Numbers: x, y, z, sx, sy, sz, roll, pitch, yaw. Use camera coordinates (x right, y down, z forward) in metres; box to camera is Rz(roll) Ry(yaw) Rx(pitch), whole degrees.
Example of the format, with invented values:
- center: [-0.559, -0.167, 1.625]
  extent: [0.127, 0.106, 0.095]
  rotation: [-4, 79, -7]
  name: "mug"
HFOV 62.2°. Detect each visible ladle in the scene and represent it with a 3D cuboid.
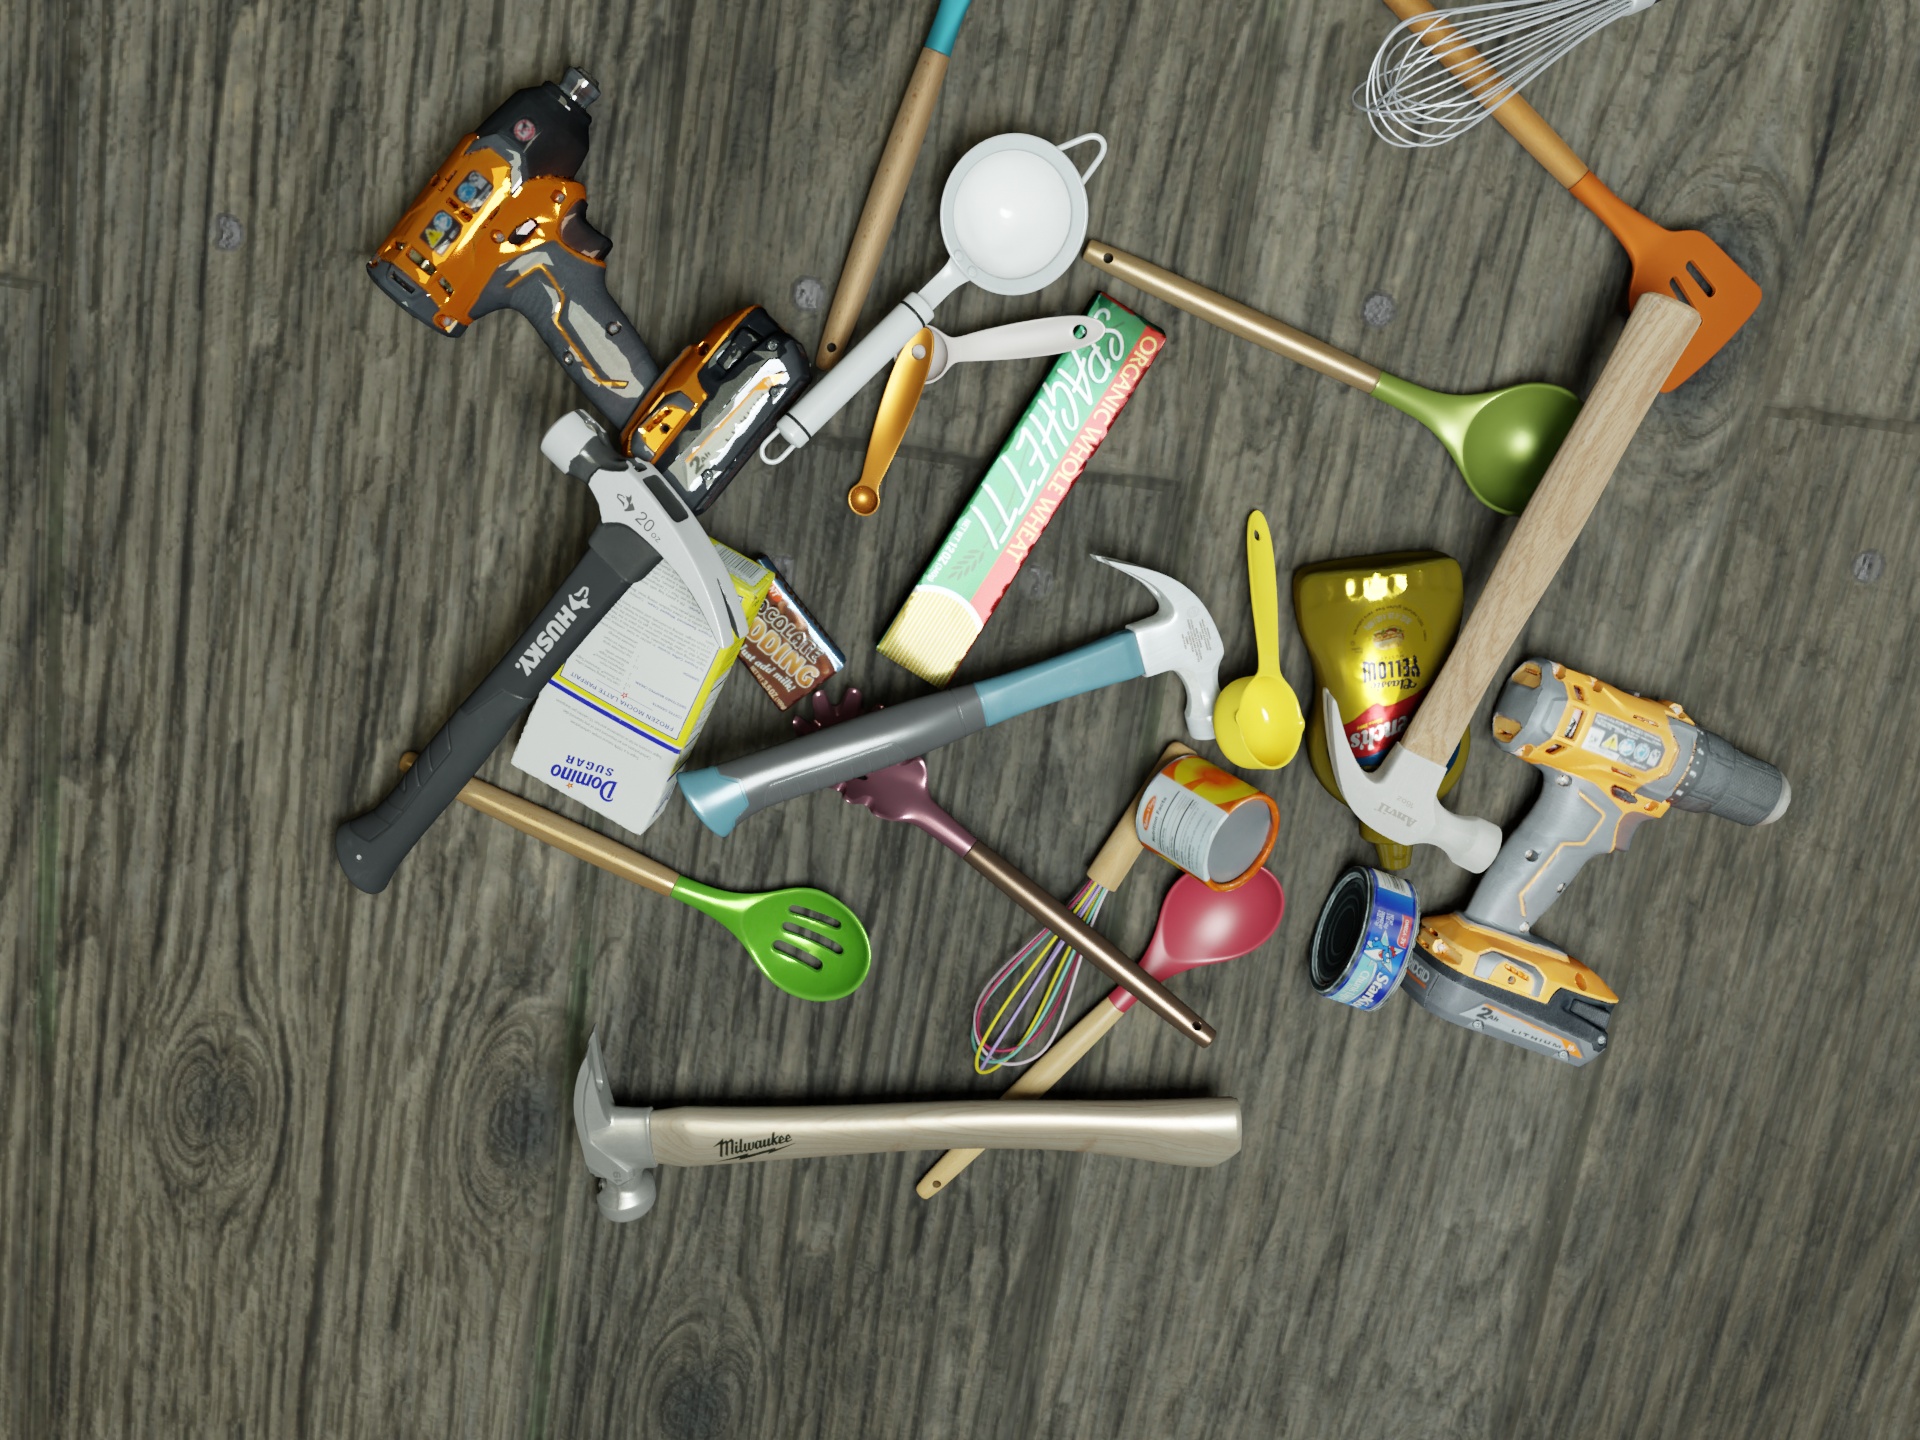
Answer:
- center: [0.083, 0.201, 1.020]
  extent: [0.069, 0.031, 0.315]
  rotation: [43, 100, -10]
  name: "ladle"
- center: [0.218, -0.206, 0.918]
  extent: [0.320, 0.062, 0.078]
  rotation: [24, 101, -4]
  name: "ladle"

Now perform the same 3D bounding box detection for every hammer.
- center: [0.313, -0.082, 0.895]
  extent: [0.130, 0.031, 0.331]
  rotation: [24, 102, -5]
  name: "hammer"
- center: [-0.032, 0.247, 0.990]
  extent: [0.410, 0.038, 0.146]
  rotation: [-1, 123, 1]
  name: "hammer"
- center: [-0.001, -0.003, 0.932]
  extent: [0.331, 0.033, 0.128]
  rotation: [-19, 107, -10]
  name: "hammer"
- center: [-0.259, -0.009, 0.911]
  extent: [0.146, 0.035, 0.334]
  rotation: [45, 115, -1]
  name: "hammer"

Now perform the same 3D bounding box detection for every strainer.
- center: [-0.020, -0.237, 0.891]
  extent: [0.258, 0.050, 0.086]
  rotation: [-45, 116, -4]
  name: "strainer"

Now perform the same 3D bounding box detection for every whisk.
- center: [0.077, 0.120, 0.999]
  extent: [0.047, 0.051, 0.245]
  rotation: [29, 97, -29]
  name: "whisk"
- center: [0.339, -0.384, 0.863]
  extent: [0.284, 0.070, 0.070]
  rotation: [-26, 103, -9]
  name: "whisk"

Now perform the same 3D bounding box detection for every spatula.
- center: [-0.021, -0.348, 0.896]
  extent: [0.082, 0.044, 0.317]
  rotation: [21, 106, -7]
  name: "spatula"
- center: [0.333, -0.325, 0.911]
  extent: [0.322, 0.041, 0.081]
  rotation: [43, 98, -6]
  name: "spatula"

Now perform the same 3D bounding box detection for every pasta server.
- center: [0.028, 0.093, 0.959]
  extent: [0.316, 0.040, 0.060]
  rotation: [39, 74, 3]
  name: "pasta server"

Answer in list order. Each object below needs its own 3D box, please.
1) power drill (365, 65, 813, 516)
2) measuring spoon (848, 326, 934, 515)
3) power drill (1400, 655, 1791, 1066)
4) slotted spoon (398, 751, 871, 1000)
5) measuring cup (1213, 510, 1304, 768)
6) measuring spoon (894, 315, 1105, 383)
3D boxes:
- center: [-0.193, -0.240, 0.886]
  extent: [0.226, 0.084, 0.164]
  rotation: [40, 98, -6]
  name: "power drill"
- center: [-0.039, -0.175, 0.931]
  extent: [0.021, 0.011, 0.117]
  rotation: [24, 109, 6]
  name: "measuring spoon"
- center: [0.391, 0.093, 0.980]
  extent: [0.185, 0.084, 0.226]
  rotation: [20, 97, -7]
  name: "power drill"
- center: [-0.200, 0.090, 0.987]
  extent: [0.313, 0.031, 0.070]
  rotation: [25, 101, -5]
  name: "slotted spoon"
- center: [0.174, -0.047, 0.955]
  extent: [0.062, 0.029, 0.156]
  rotation: [5, 80, -39]
  name: "measuring cup"
- center: [0.023, -0.218, 0.916]
  extent: [0.124, 0.018, 0.034]
  rotation: [-5, 108, 13]
  name: "measuring spoon"
